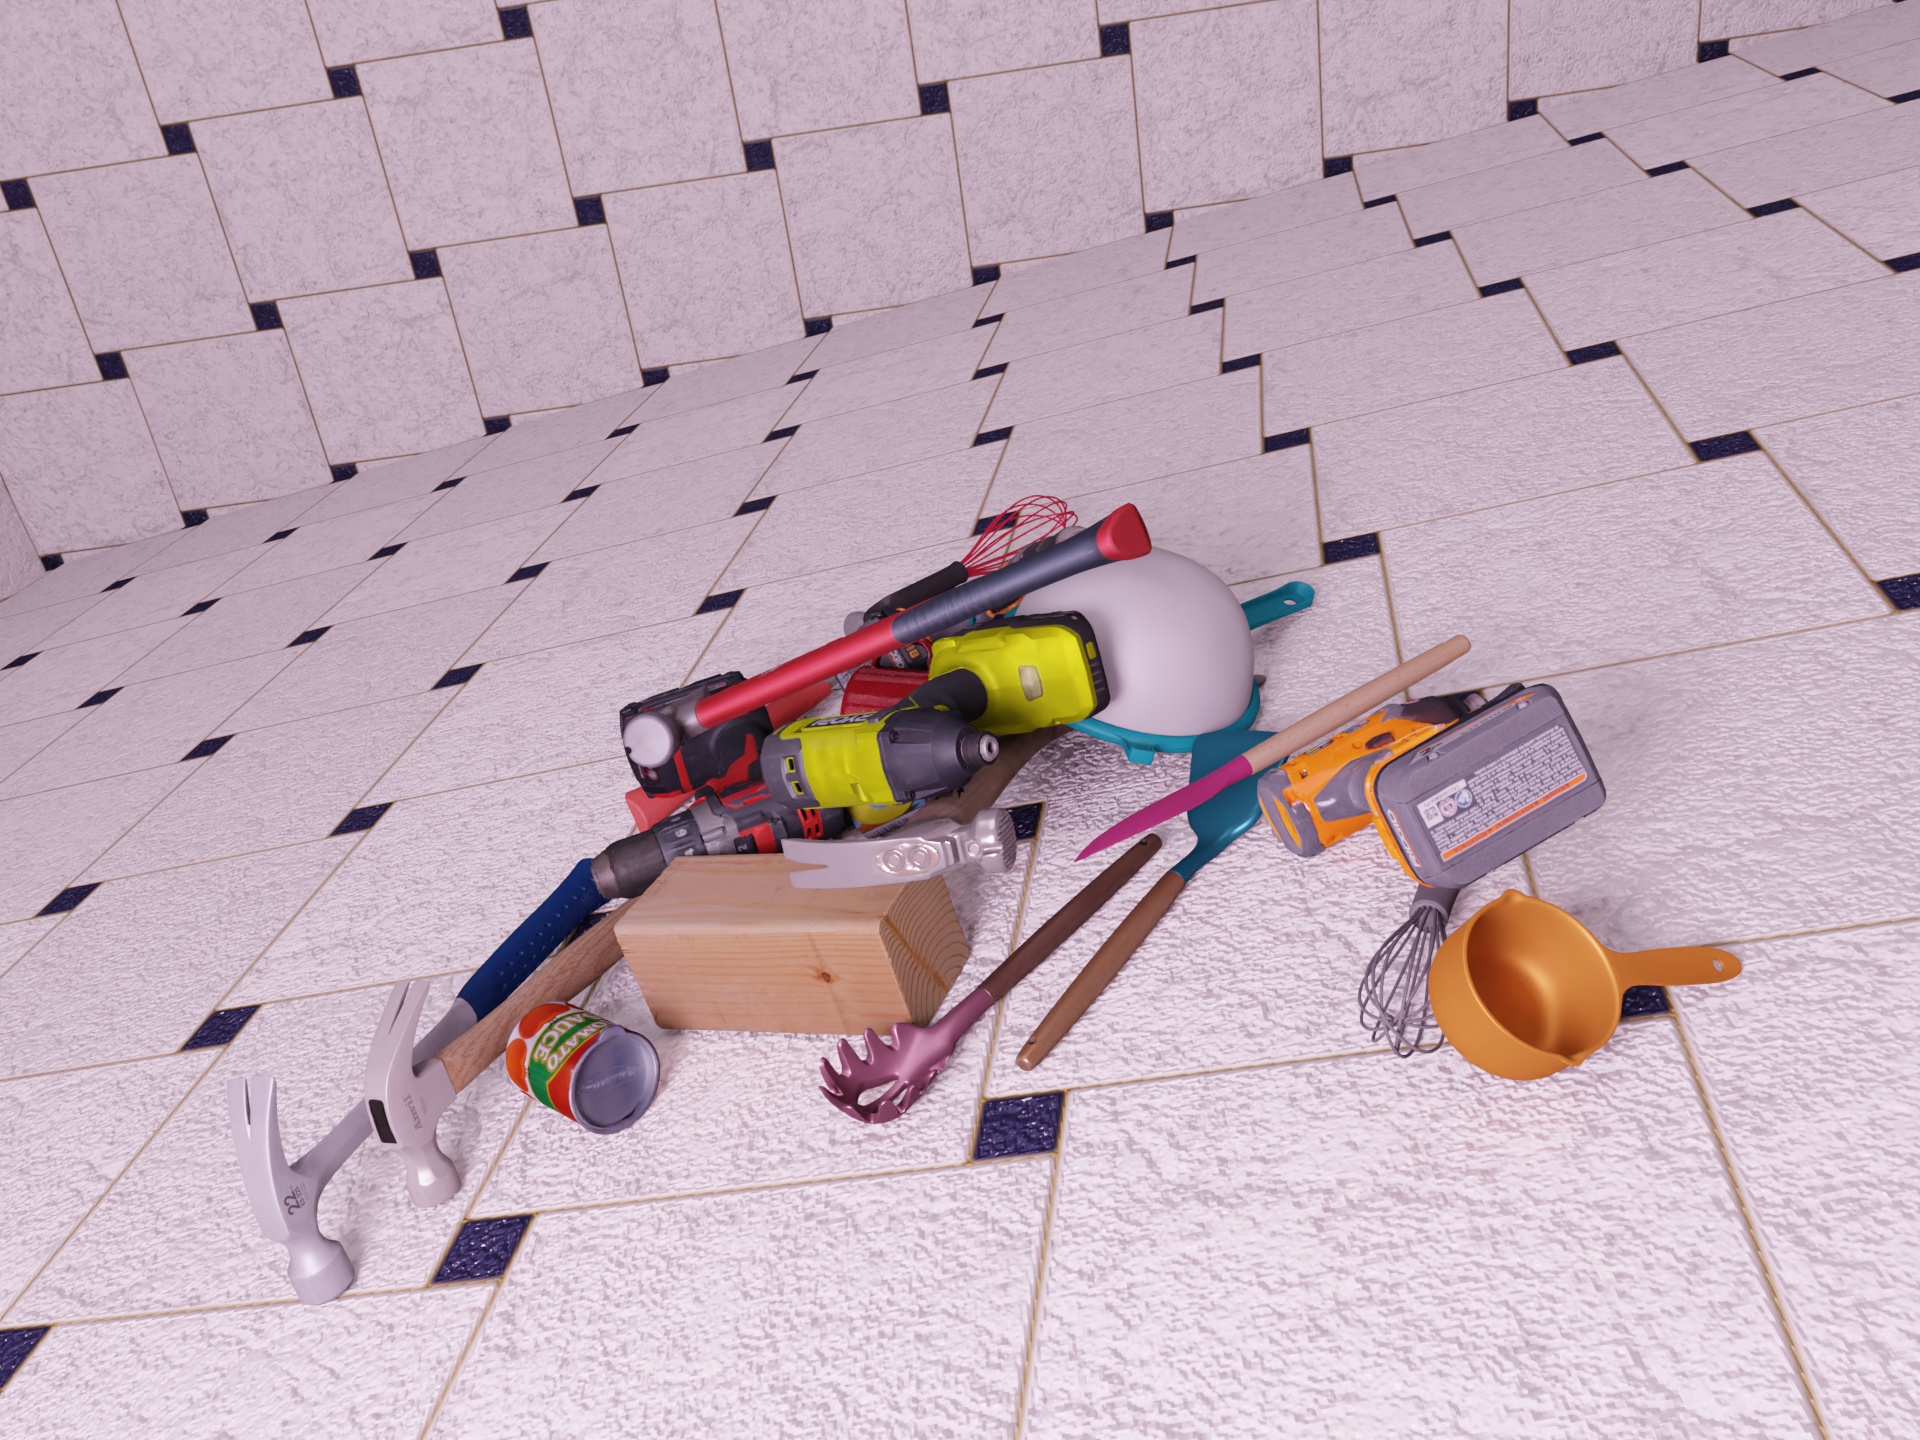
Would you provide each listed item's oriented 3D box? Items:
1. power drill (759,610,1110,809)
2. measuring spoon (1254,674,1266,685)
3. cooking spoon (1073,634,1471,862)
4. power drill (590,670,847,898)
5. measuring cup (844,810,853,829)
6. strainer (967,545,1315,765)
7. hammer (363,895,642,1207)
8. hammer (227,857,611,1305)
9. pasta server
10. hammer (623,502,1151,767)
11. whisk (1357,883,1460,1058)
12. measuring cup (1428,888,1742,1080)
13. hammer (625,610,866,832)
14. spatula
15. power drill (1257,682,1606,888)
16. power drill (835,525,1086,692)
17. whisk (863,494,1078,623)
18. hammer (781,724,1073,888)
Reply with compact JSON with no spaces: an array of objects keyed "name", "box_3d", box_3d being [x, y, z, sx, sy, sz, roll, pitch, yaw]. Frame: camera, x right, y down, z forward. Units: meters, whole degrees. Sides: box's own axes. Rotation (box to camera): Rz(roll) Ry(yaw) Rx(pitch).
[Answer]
[{"name":"power drill","box_3d":[-0.002,-0.003,1.061,0.171,0.080,0.223,-6,16,38]},{"name":"measuring spoon","box_3d":[0.191,-0.010,1.264,0.124,0.018,0.034,-20,30,-18]},{"name":"cooking spoon","box_3d":[0.211,0.018,1.061,0.319,0.017,0.068,-27,-4,-13]},{"name":"power drill","box_3d":[-0.205,0.055,1.229,0.188,0.080,0.227,-20,28,-14]},{"name":"measuring cup","box_3d":[-0.153,0.086,1.275,0.167,0.038,0.083,-26,26,-10]},{"name":"strainer","box_3d":[0.185,-0.092,1.253,0.340,0.095,0.211,-21,48,-39]},{"name":"hammer","box_3d":[-0.284,0.182,1.109,0.031,0.130,0.331,-6,20,30]},{"name":"hammer","box_3d":[-0.348,0.203,1.096,0.035,0.144,0.406,-8,21,20]},{"name":"pasta server","box_3d":[0.032,0.155,1.012,0.060,0.040,0.316,24,46,35]},{"name":"hammer","box_3d":[-0.047,-0.063,1.124,0.386,0.038,0.143,-22,7,15]},{"name":"whisk","box_3d":[0.275,0.115,0.923,0.055,0.055,0.239,-3,25,29]},{"name":"measuring cup","box_3d":[0.325,0.140,0.830,0.173,0.052,0.095,0,58,-20]},{"name":"hammer","box_3d":[-0.158,-0.006,1.461,0.149,0.036,0.359,8,36,44]},{"name":"spatula","box_3d":[0.122,0.110,1.033,0.082,0.044,0.317,1,33,41]},{"name":"power drill","box_3d":[0.290,0.029,0.968,0.164,0.084,0.226,-29,5,-7]},{"name":"power drill","box_3d":[0.011,-0.094,1.405,0.226,0.084,0.185,-31,-1,-25]},{"name":"whisk","box_3d":[0.013,-0.155,1.582,0.073,0.073,0.296,10,33,46]},{"name":"hammer","box_3d":[0.015,0.035,1.135,0.146,0.038,0.410,-8,11,19]}]
